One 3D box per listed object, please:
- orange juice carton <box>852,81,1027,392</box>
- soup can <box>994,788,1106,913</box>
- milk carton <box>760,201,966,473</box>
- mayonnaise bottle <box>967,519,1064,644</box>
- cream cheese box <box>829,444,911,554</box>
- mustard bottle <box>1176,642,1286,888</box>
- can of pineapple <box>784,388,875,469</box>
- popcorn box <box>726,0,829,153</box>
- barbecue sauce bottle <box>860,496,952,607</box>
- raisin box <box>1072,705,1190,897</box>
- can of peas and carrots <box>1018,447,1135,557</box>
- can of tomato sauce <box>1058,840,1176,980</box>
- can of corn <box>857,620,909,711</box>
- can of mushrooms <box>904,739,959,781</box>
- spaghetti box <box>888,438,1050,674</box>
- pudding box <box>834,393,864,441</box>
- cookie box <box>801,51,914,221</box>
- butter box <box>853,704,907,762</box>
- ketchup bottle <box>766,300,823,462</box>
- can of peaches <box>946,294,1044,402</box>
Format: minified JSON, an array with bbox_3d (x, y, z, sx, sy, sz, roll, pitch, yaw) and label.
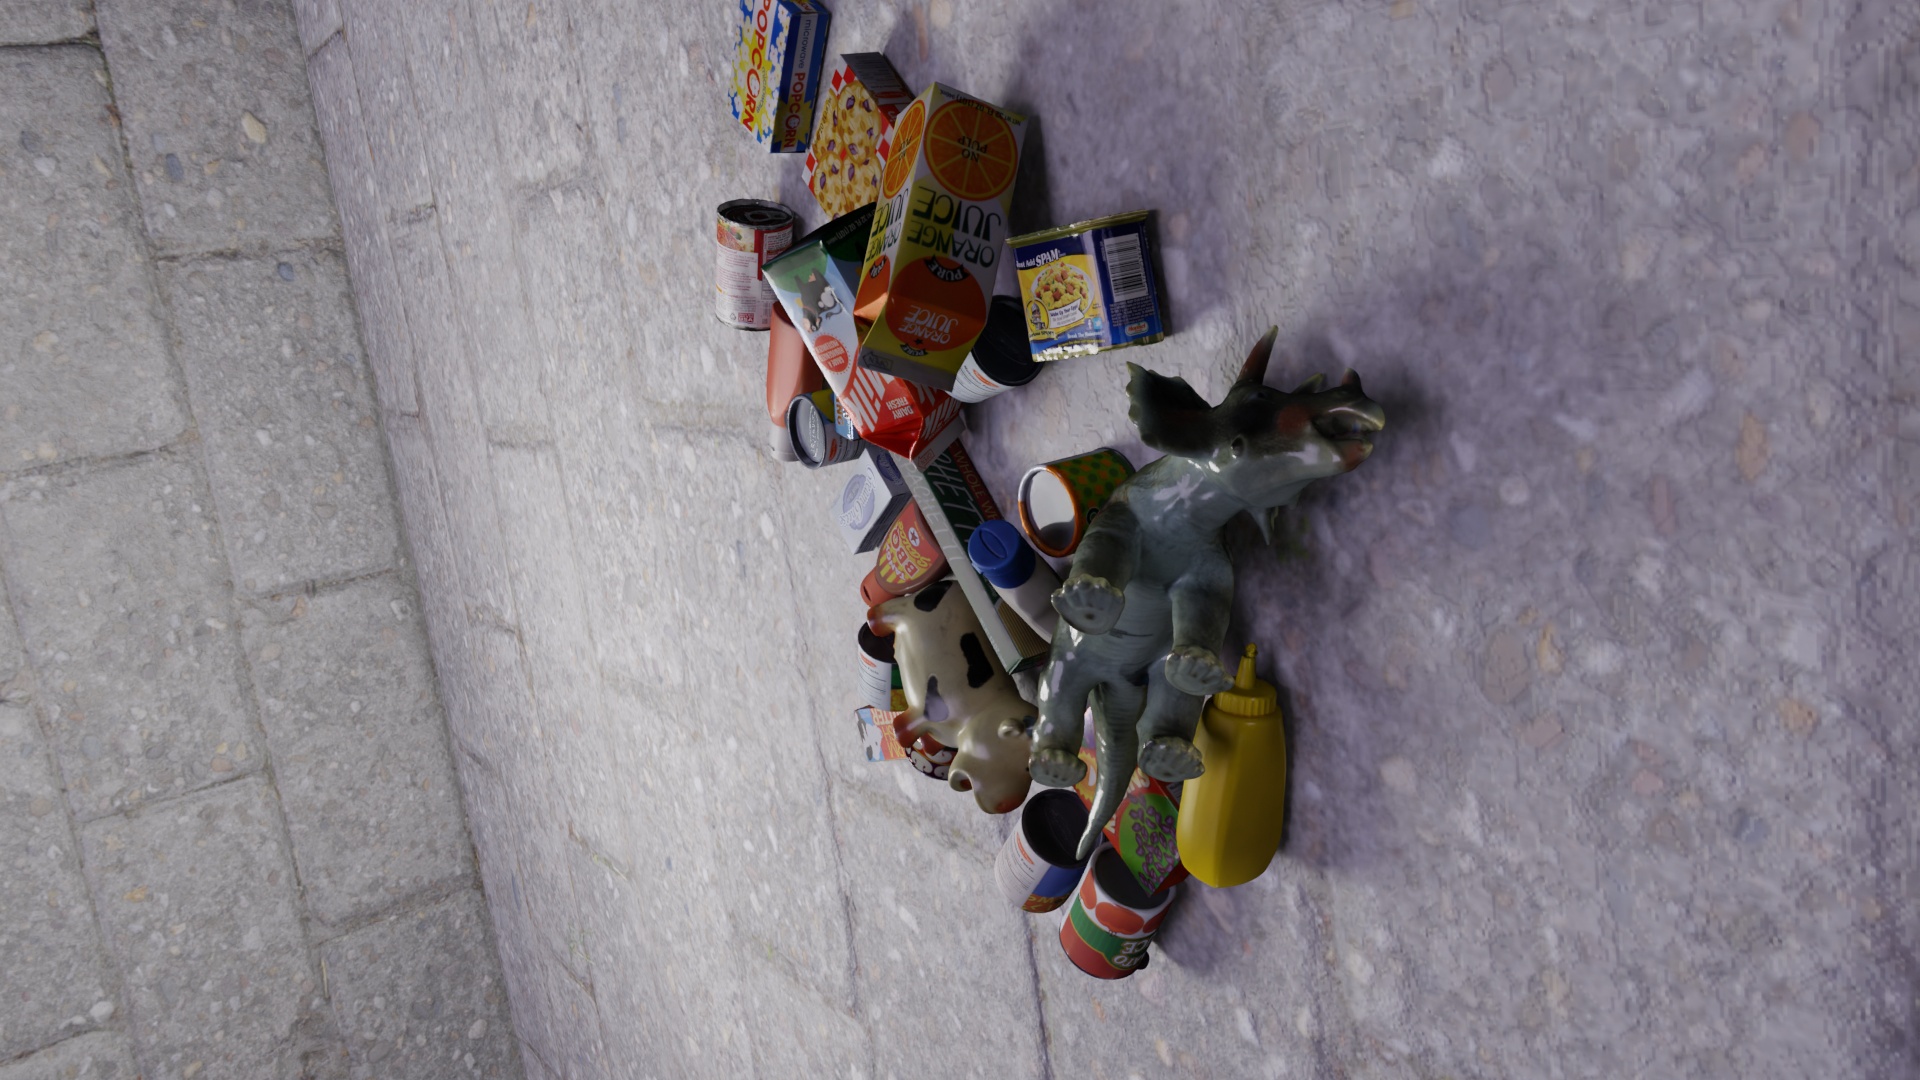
[{"bbox_3d":[-0.018,-0.200,0.938,0.073,0.072,0.193,-8,68,66],"label":"orange juice carton"},{"bbox_3d":[0.070,0.239,1.070,0.071,0.071,0.083,56,147,26],"label":"soup can"},{"bbox_3d":[-0.059,-0.147,1.044,0.073,0.073,0.190,-13,115,44],"label":"milk carton"},{"bbox_3d":[0.047,0.029,0.965,0.065,0.041,0.147,48,180,30],"label":"mayonnaise bottle"},{"bbox_3d":[-0.079,-0.036,1.219,0.053,0.024,0.103,61,145,18],"label":"cream cheese box"},{"bbox_3d":[0.175,0.138,0.879,0.049,0.065,0.159,24,115,52],"label":"mustard bottle"},{"bbox_3d":[-0.111,-0.100,1.208,0.071,0.058,0.070,27,124,49],"label":"can of pineapple"},{"bbox_3d":[-0.155,-0.403,1.170,0.085,0.038,0.126,49,139,33],"label":"popcorn box"},{"bbox_3d":[-0.041,0.015,1.165,0.065,0.044,0.148,64,146,14],"label":"barbecue sauce bottle"},{"bbox_3d":[0.128,0.175,0.983,0.124,0.040,0.085,54,142,27],"label":"raisin box"},{"bbox_3d":[0.083,-0.024,0.951,0.071,0.059,0.070,28,126,49],"label":"can of peas and carrots"},{"bbox_3d":[0.116,0.270,1.015,0.071,0.071,0.082,48,138,34],"label":"can of tomato sauce"},{"bbox_3d":[-0.054,0.104,1.200,0.071,0.071,0.058,42,141,40],"label":"can of corn"},{"bbox_3d":[-0.010,0.167,1.161,0.071,0.071,0.033,45,136,37],"label":"can of mushrooms"},{"bbox_3d":[0.004,-0.014,1.080,0.250,0.050,0.028,62,143,20],"label":"spaghetti box"},{"bbox_3d":[-0.078,-0.129,1.156,0.030,0.050,0.083,27,124,51],"label":"pudding box"},{"bbox_3d":[-0.057,-0.273,1.074,0.168,0.040,0.122,58,144,23],"label":"cookie box"},{"bbox_3d":[-0.059,0.174,1.274,0.103,0.024,0.053,-19,87,57],"label":"butter box"},{"bbox_3d":[-0.152,-0.142,1.266,0.065,0.044,0.148,45,137,39],"label":"ketchup bottle"},{"bbox_3d":[0.020,-0.138,0.995,0.058,0.071,0.071,-15,90,57],"label":"can of peaches"}]
